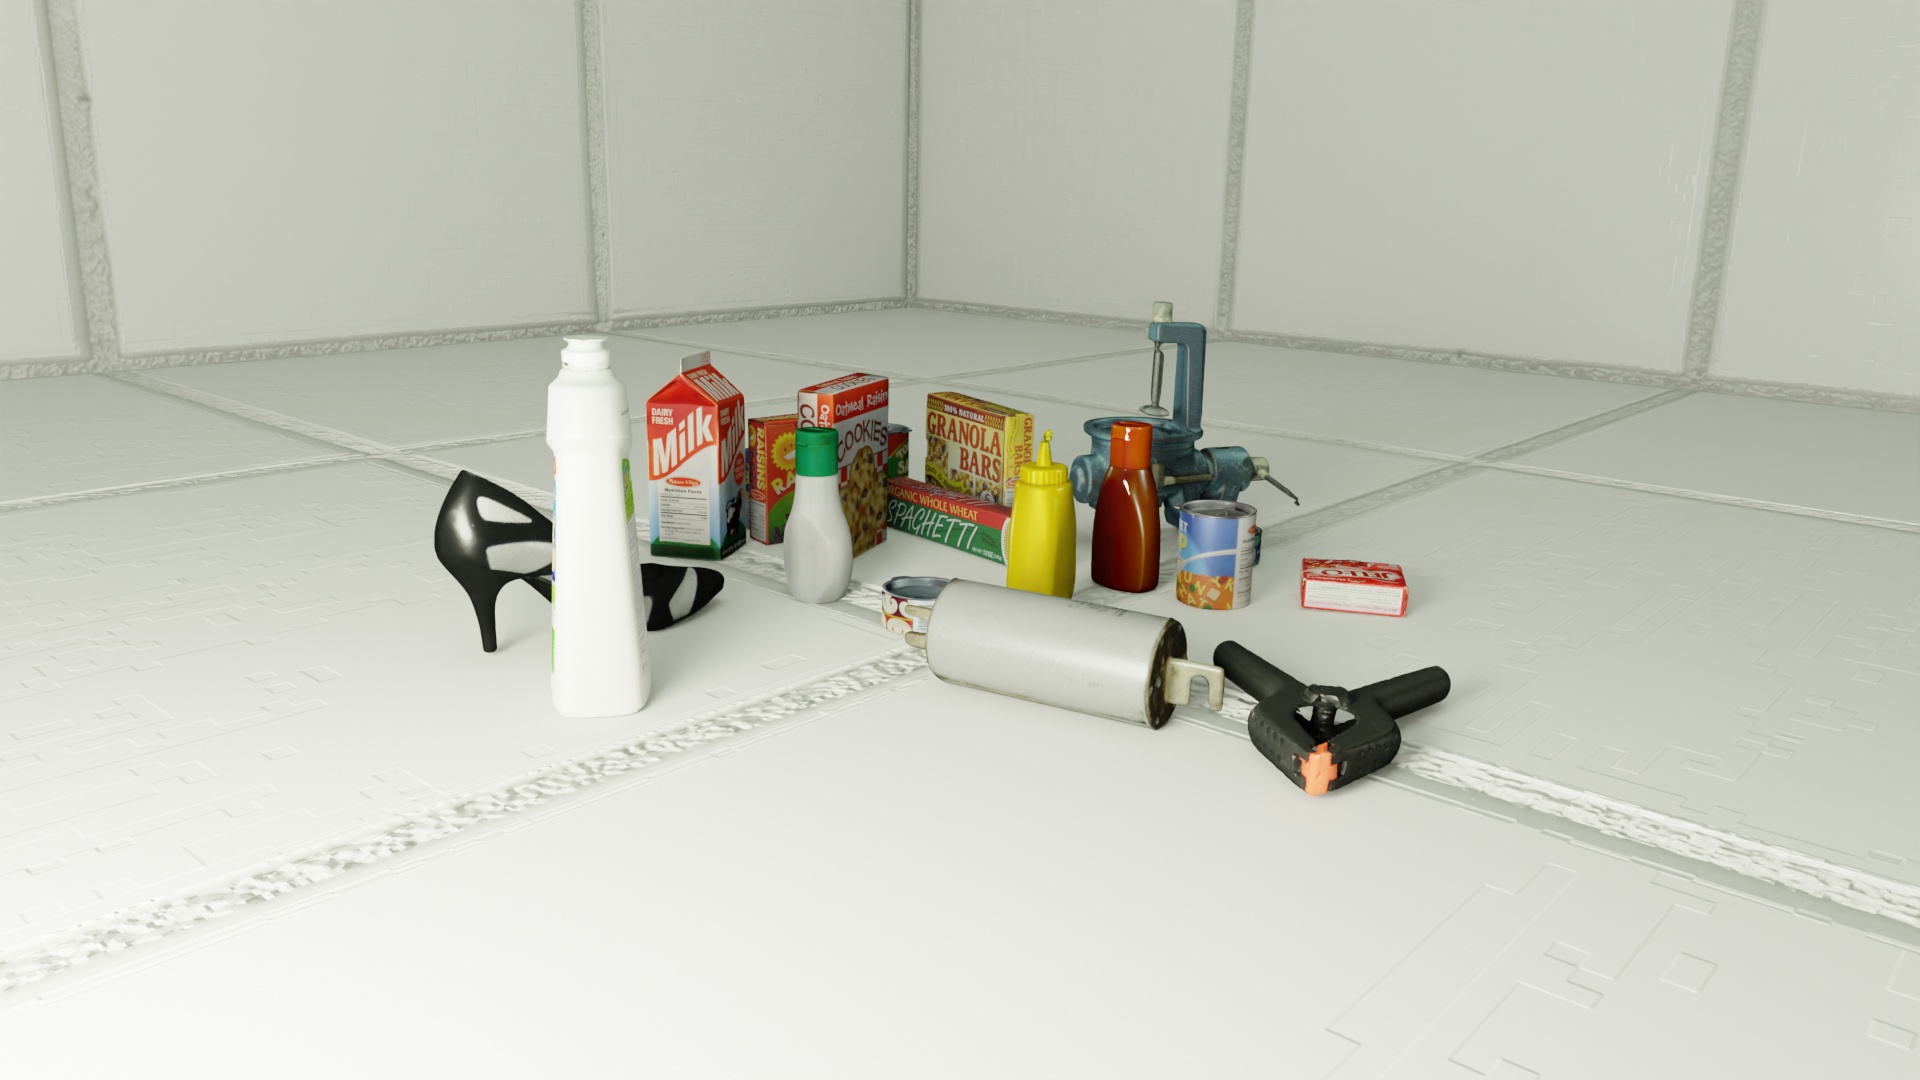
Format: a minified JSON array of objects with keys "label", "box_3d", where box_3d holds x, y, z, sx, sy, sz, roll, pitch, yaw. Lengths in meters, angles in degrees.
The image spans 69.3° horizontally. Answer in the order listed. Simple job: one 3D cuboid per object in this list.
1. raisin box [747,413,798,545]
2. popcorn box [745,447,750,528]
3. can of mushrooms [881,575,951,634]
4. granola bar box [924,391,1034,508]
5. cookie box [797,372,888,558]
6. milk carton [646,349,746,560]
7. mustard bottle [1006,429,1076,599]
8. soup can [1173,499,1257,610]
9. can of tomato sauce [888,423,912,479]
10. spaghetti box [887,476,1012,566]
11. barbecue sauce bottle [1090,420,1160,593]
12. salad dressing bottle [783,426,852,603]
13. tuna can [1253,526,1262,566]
[{"label":"raisin box","box_3d":[-0.167,-0.063,1.387,0.086,0.123,0.040,-9,18,-36]},{"label":"popcorn box","box_3d":[-0.175,-0.063,1.459,0.038,0.085,0.127,10,17,30]},{"label":"can of mushrooms","box_3d":[-0.033,0.052,1.133,0.071,0.033,0.071,1,15,0]},{"label":"granola bar box","box_3d":[0.017,-0.087,1.488,0.039,0.123,0.166,-7,17,-30]},{"label":"cookie box","box_3d":[-0.112,-0.069,1.327,0.040,0.167,0.123,7,15,20]},{"label":"milk carton","box_3d":[-0.250,-0.083,1.322,0.073,0.190,0.072,4,15,11]},{"label":"mustard bottle","box_3d":[0.068,-0.014,1.144,0.049,0.159,0.065,8,16,24]},{"label":"soup can","box_3d":[0.220,0.011,1.211,0.071,0.083,0.071,1,14,0]},{"label":"can of tomato sauce","box_3d":[-0.088,-0.086,1.556,0.071,0.083,0.071,1,14,0]},{"label":"spaghetti box","box_3d":[0.005,-0.017,1.368,0.029,0.050,0.250,-11,19,-38]},{"label":"barbecue sauce bottle","box_3d":[0.149,-0.031,1.239,0.065,0.148,0.044,15,20,43]},{"label":"salad dressing bottle","box_3d":[-0.122,-0.022,1.187,0.064,0.147,0.044,12,18,35]},{"label":"tuna can","box_3d":[0.257,0.004,1.341,0.071,0.032,0.071,1,15,0]}]
